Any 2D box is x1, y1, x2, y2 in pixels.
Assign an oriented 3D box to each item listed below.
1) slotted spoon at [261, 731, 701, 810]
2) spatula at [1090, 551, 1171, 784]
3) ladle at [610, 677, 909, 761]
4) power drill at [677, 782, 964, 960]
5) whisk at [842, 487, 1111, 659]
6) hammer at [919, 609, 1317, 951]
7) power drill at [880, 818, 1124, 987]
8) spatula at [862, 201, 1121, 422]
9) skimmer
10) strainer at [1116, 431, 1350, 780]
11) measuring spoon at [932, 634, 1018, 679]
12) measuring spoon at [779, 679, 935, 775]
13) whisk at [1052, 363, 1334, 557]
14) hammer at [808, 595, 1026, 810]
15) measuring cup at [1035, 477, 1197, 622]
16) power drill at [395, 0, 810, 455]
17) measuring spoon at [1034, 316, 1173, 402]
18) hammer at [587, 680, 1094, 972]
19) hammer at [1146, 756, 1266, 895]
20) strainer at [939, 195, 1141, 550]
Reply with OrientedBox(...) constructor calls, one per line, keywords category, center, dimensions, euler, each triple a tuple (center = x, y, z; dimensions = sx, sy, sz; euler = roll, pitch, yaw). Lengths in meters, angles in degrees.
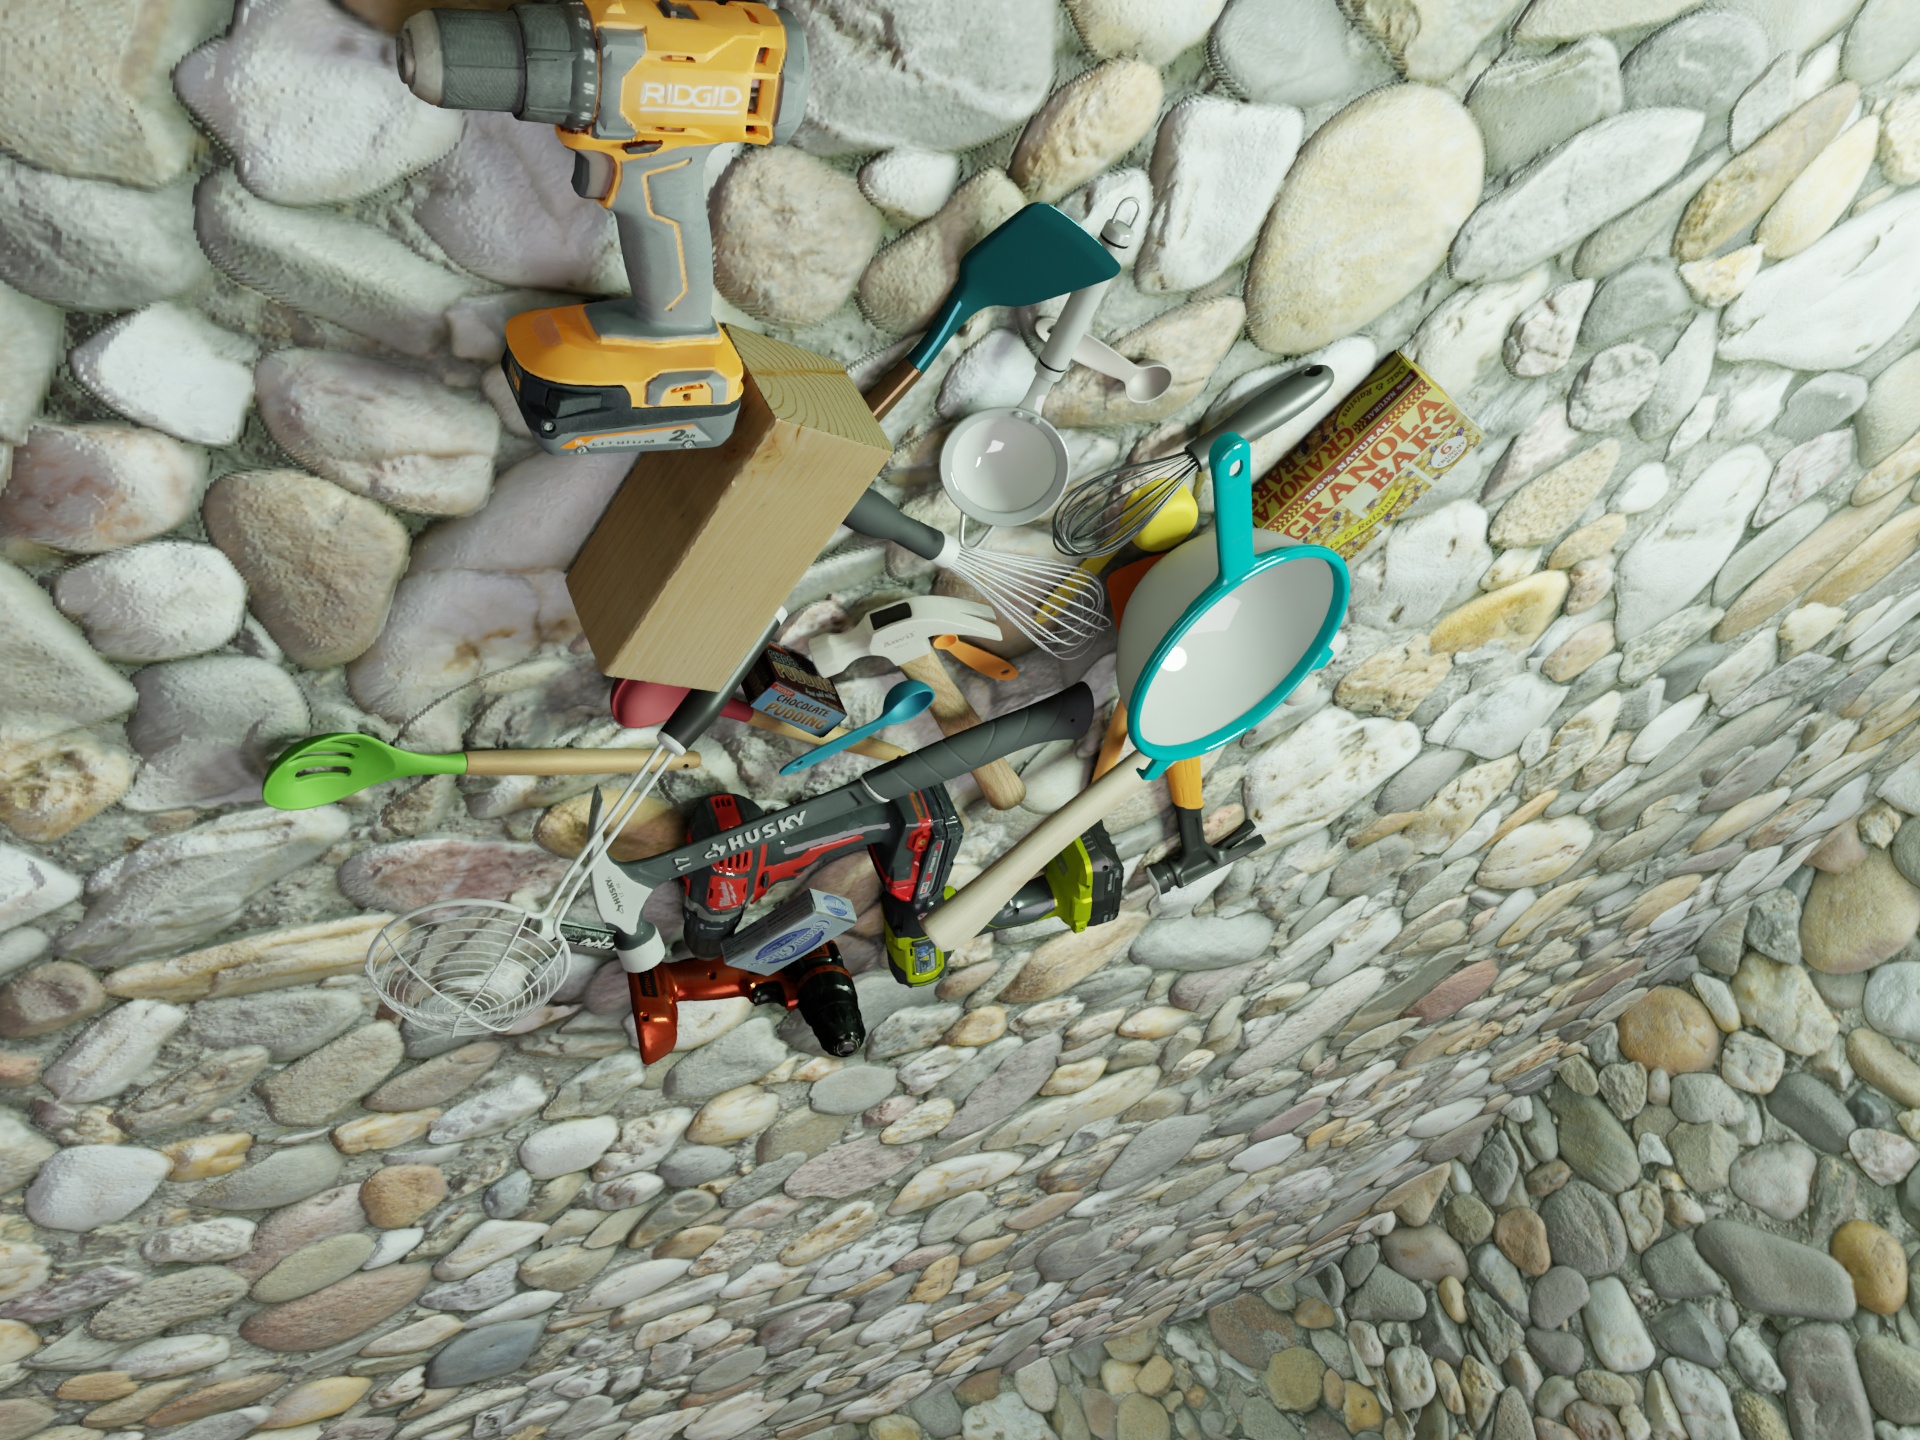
OrientedBox(category="slotted spoon", center=(-0.320, 0.030, 1.101), dimensions=(0.313, 0.031, 0.070), euler=(0, 138, -39))
OrientedBox(category="spatula", center=(0.140, -0.022, 1.372), dimensions=(0.081, 0.041, 0.322), euler=(-18, 150, -19))
OrientedBox(category="ladle", center=(-0.140, -0.001, 1.189), dimensions=(0.315, 0.031, 0.069), euler=(18, 114, -51))
OrientedBox(category="power drill", center=(-0.126, 0.123, 1.325), dimensions=(0.226, 0.080, 0.187), euler=(-9, 142, -23))
OrientedBox(category="whisk", center=(0.008, -0.109, 1.124), dimensions=(0.284, 0.070, 0.070), euler=(21, 123, -42))
OrientedBox(category="hammer", center=(0.129, 0.053, 1.367), dimensions=(0.410, 0.038, 0.146), euler=(-39, 142, -1))
OrientedBox(category="power drill", center=(0.036, 0.164, 1.498), dimensions=(0.223, 0.080, 0.171), euler=(-17, 146, -11))
OrientedBox(category="spatula", center=(-0.043, -0.196, 0.982), dimensions=(0.317, 0.044, 0.082), euler=(-42, 140, 22))
OrientedBox(category="skimmer", center=(-0.248, 0.057, 1.071), dimensions=(0.363, 0.090, 0.127), euler=(-55, 134, -15))
OrientedBox(category="strainer", center=(0.181, -0.109, 1.180), dimensions=(0.211, 0.095, 0.340), euler=(-33, 146, -11))
OrientedBox(category="measuring spoon", center=(0.013, -0.052, 1.250), dimensions=(0.021, 0.011, 0.116), euler=(-30, 152, 22))
OrientedBox(category="measuring spoon", center=(-0.079, 0.003, 1.166), dimensions=(0.128, 0.021, 0.042), euler=(-28, 160, -10))
OrientedBox(category="whisk", center=(0.168, -0.190, 1.148), dimensions=(0.239, 0.055, 0.055), euler=(-32, 147, -3))
OrientedBox(category="hammer", center=(-0.002, -0.004, 1.271), dimensions=(0.130, 0.031, 0.331), euler=(-21, 150, 8))
OrientedBox(category="measuring cup", center=(0.118, -0.120, 1.213), dimensions=(0.156, 0.029, 0.062), euler=(-44, 144, 19))
OrientedBox(category="power drill", center=(-0.181, -0.244, 0.786), dimensions=(0.185, 0.084, 0.226), euler=(-8, 138, -27))
OrientedBox(category="measuring spoon", center=(0.093, -0.243, 1.049), dimensions=(0.124, 0.018, 0.034), euler=(17, 133, -40))
OrientedBox(category="hammer", center=(-0.086, 0.054, 1.207), dimensions=(0.409, 0.036, 0.149), euler=(-21, 119, -11))
OrientedBox(category="hammer", center=(0.226, 0.065, 1.539), dimensions=(0.127, 0.034, 0.336), euler=(-26, 147, -3))
OrientedBox(category="strainer", center=(0.055, -0.219, 1.017), dimensions=(0.087, 0.050, 0.258), euler=(20, 129, -11))
